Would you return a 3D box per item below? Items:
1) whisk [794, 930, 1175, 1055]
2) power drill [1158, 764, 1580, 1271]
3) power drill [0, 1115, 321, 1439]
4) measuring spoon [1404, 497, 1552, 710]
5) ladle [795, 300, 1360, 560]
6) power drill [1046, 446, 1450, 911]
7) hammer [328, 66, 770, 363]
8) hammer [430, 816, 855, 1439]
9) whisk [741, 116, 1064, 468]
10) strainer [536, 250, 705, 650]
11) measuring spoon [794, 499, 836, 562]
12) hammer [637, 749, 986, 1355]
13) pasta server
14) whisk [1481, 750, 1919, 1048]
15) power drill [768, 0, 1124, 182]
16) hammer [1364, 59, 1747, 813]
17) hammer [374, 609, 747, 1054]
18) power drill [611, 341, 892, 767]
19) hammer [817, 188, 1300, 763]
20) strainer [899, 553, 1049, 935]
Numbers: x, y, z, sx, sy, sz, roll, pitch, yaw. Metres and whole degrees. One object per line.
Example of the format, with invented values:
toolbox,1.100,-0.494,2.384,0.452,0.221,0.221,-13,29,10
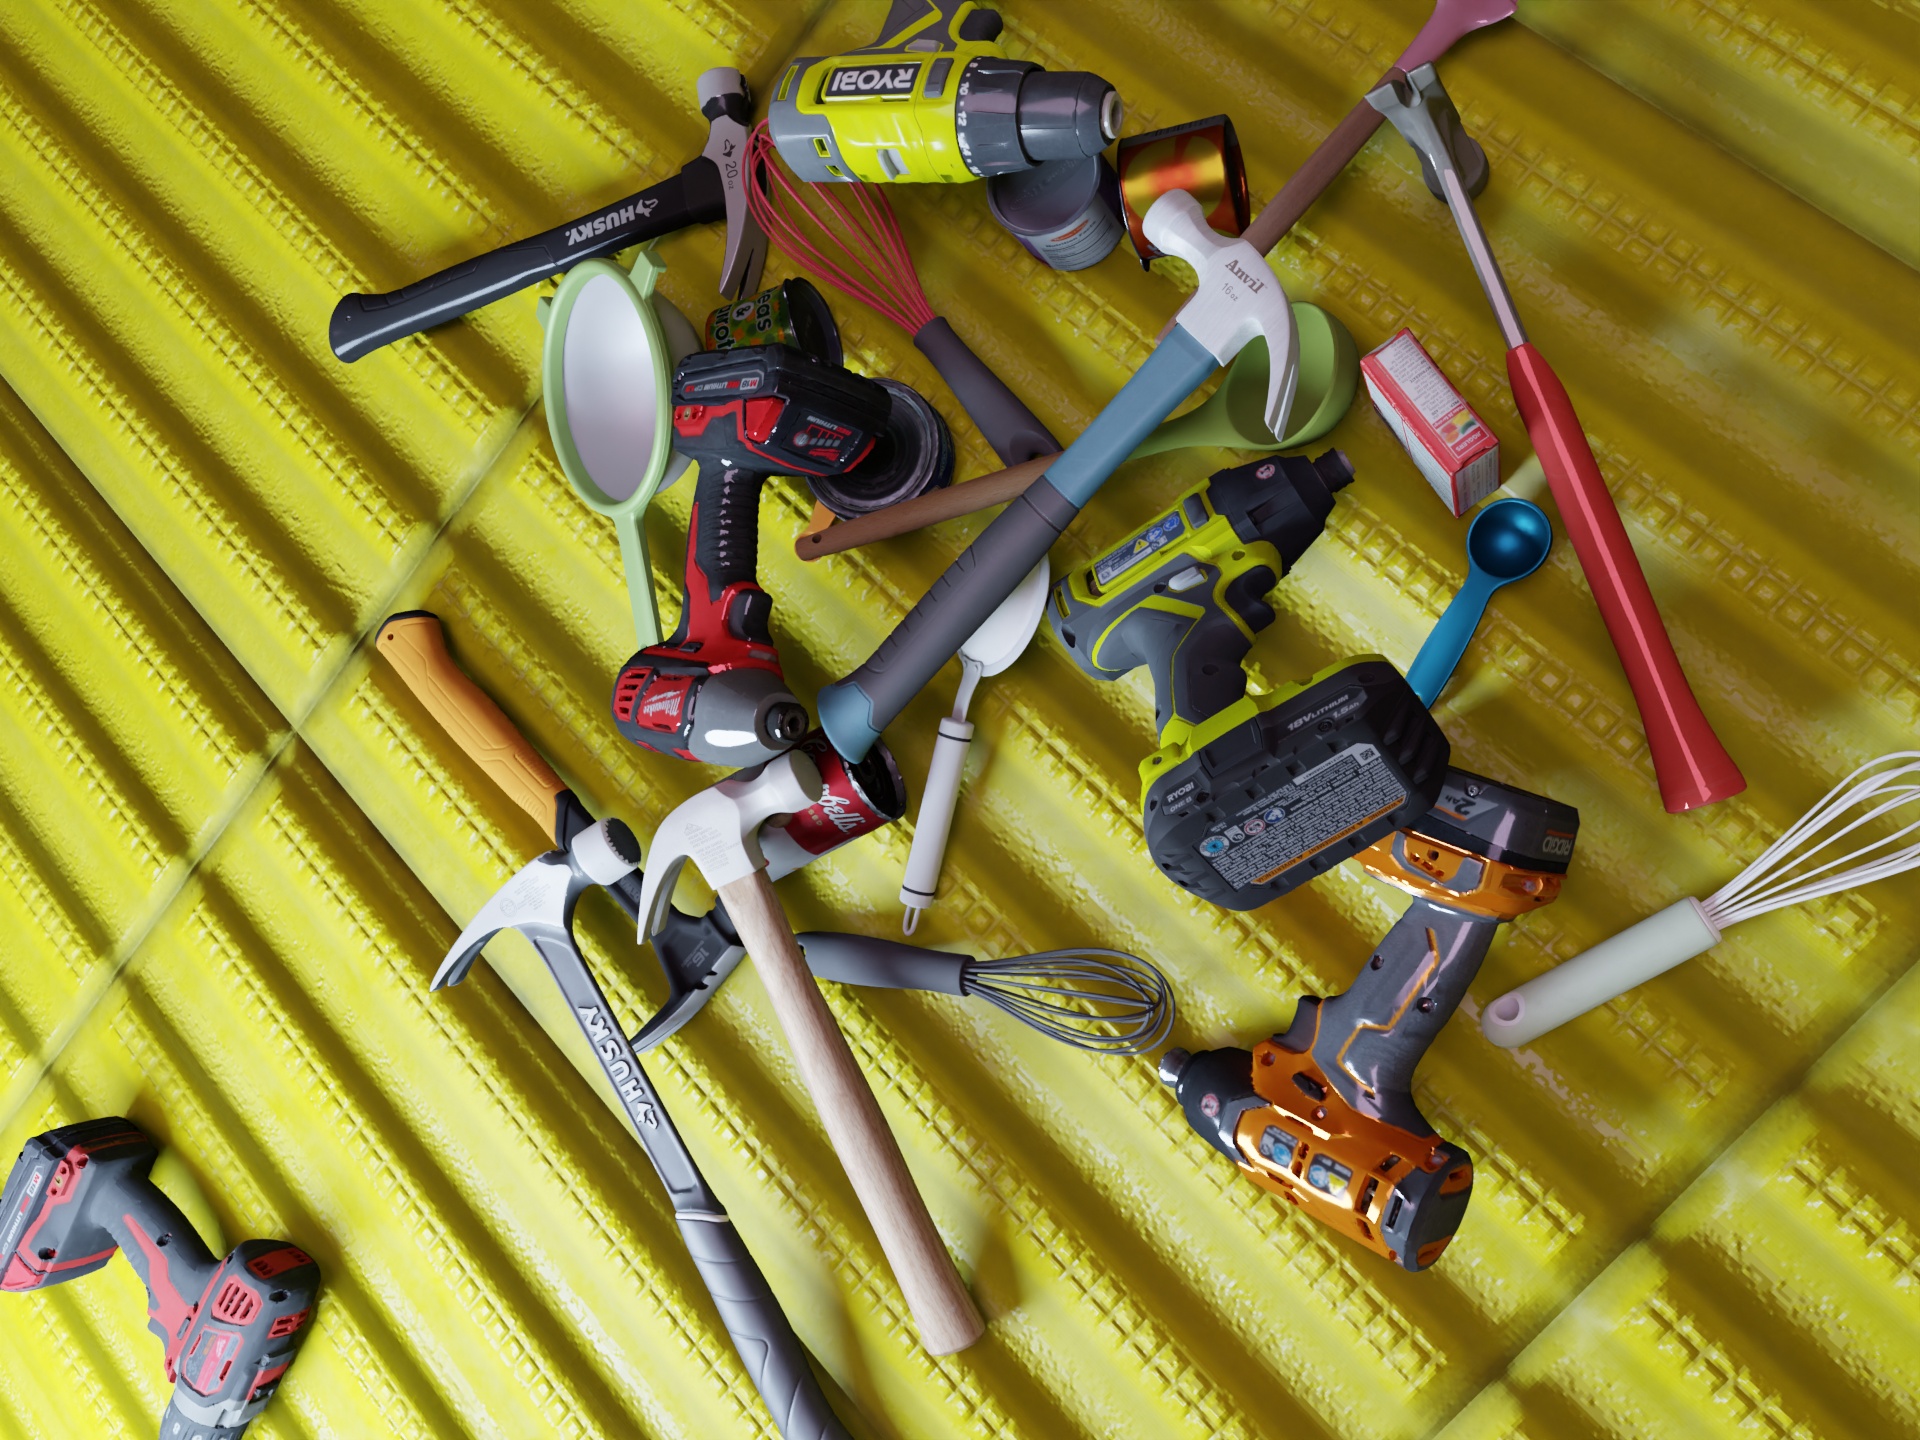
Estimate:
whisk,0.003,0.143,0.872,0.239,0.055,0.055,5,87,28
power drill,0.190,0.126,0.773,0.164,0.084,0.226,22,97,39
power drill,-0.542,0.391,1.052,0.227,0.080,0.188,29,96,19
measuring spoon,0.258,-0.052,0.805,0.042,0.021,0.128,38,109,35
ladle,0.055,-0.143,0.852,0.320,0.062,0.078,-16,63,13
power drill,0.139,-0.034,0.768,0.171,0.080,0.223,-33,38,18
hammer,-0.273,-0.295,1.030,0.335,0.035,0.146,-14,79,20
hammer,-0.161,0.266,0.903,0.149,0.036,0.409,-32,82,13
whisk,-0.030,-0.238,0.918,0.073,0.073,0.296,-41,78,13
strainer,-0.181,-0.148,0.963,0.151,0.069,0.256,1,102,51
measuring spoon,-0.068,-0.147,0.948,0.021,0.011,0.117,25,91,15
hammer,-0.073,0.190,0.865,0.130,0.031,0.331,-25,89,19
pasta server,0.209,-0.313,0.817,0.060,0.040,0.316,42,93,5
whisk,0.353,0.088,0.737,0.246,0.059,0.058,-34,37,19
power drill,0.016,-0.390,0.862,0.191,0.080,0.229,9,70,25
hammer,0.281,-0.130,0.746,0.037,0.149,0.359,-23,83,26
hammer,-0.264,0.053,0.994,0.337,0.034,0.127,44,100,20
power drill,-0.114,-0.083,0.856,0.143,0.078,0.220,9,86,48
hammer,0.042,-0.108,0.820,0.331,0.033,0.128,-47,70,12
strainer,-0.001,-0.003,0.883,0.087,0.050,0.258,25,104,58
